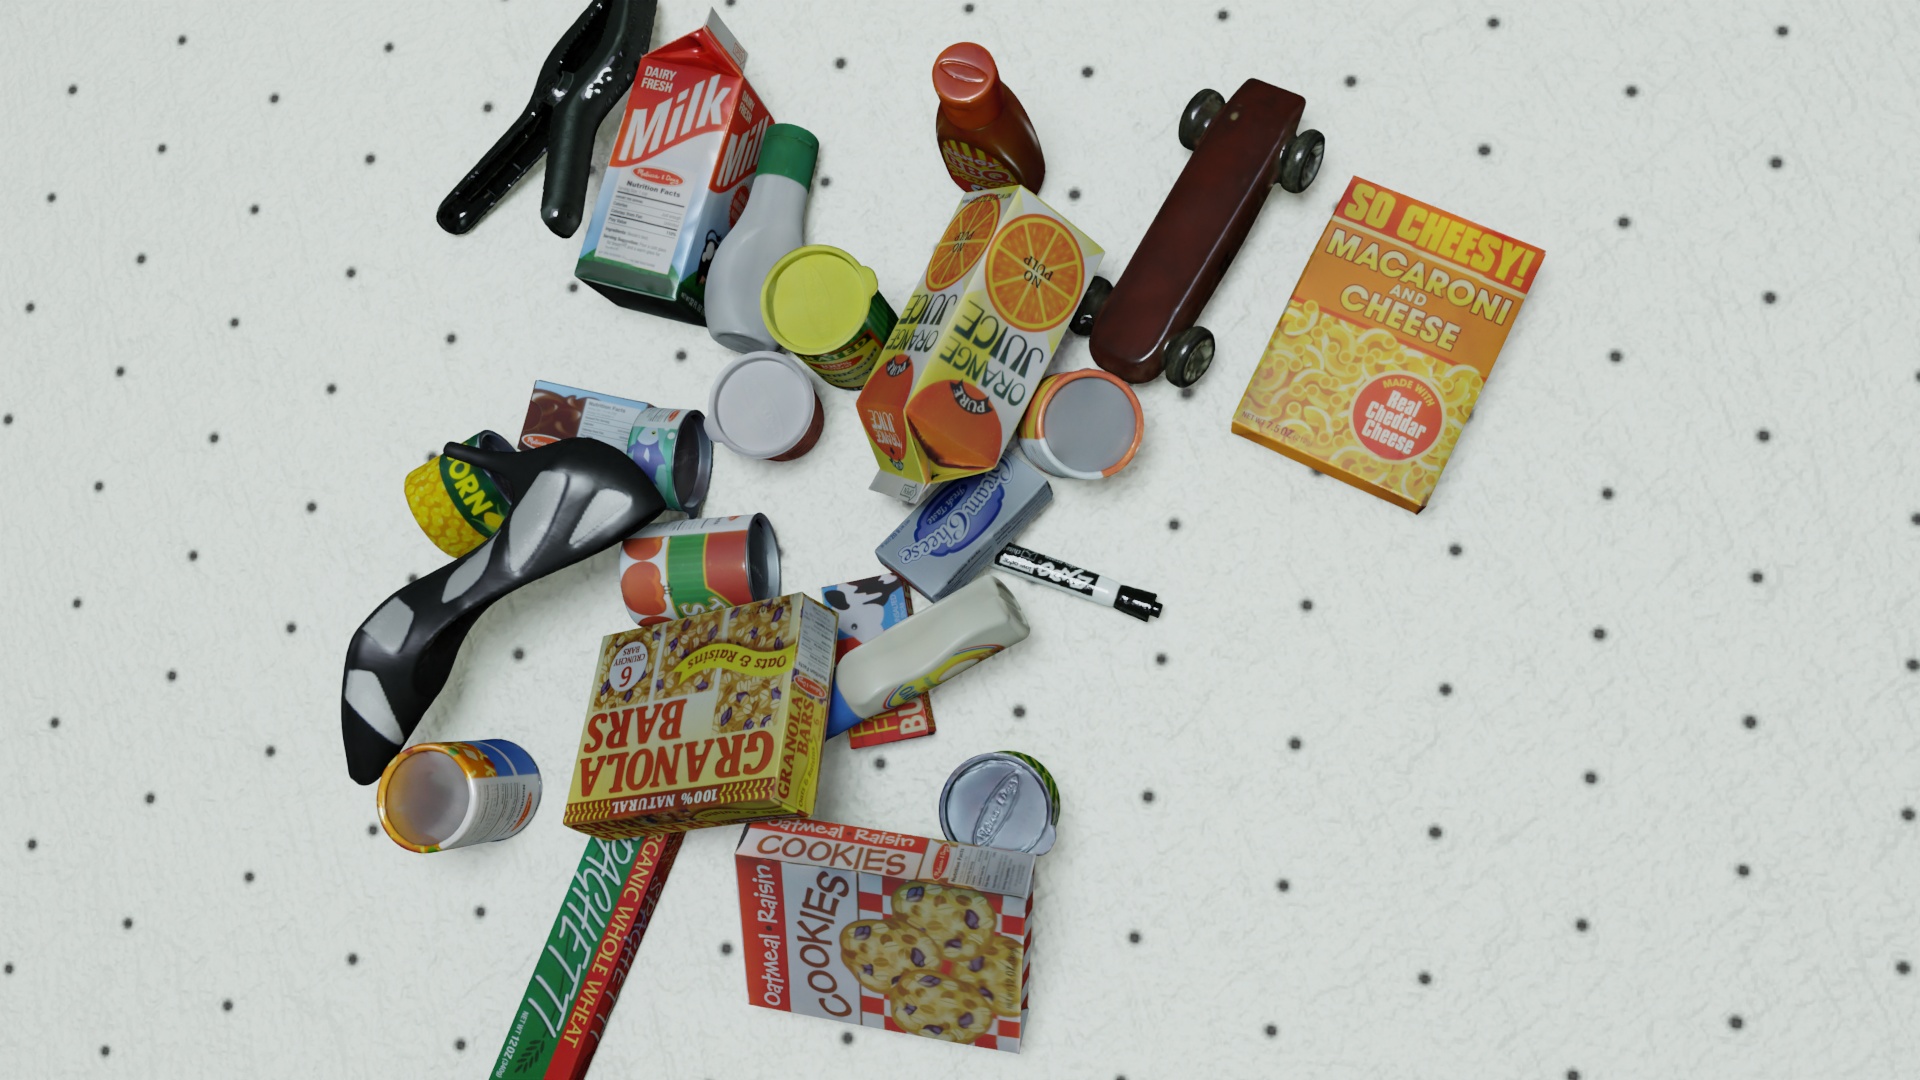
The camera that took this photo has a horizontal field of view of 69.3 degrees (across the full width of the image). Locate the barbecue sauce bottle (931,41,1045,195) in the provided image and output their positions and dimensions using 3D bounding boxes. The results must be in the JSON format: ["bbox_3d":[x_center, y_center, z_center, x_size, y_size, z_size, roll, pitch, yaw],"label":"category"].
[{"bbox_3d":[0.013,-0.248,0.833,0.065,0.148,0.043,22,86,11],"label":"barbecue sauce bottle"}]

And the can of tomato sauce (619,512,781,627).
[{"bbox_3d":[-0.161,0.021,0.867,0.083,0.071,0.071,-5,82,9],"label":"can of tomato sauce"}]

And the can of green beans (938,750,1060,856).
[{"bbox_3d":[0.024,0.158,0.822,0.071,0.058,0.071,-1,82,9],"label":"can of green beans"}]

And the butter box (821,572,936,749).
[{"bbox_3d":[-0.051,0.075,0.863,0.053,0.024,0.103,-13,80,8],"label":"butter box"}]

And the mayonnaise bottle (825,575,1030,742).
[{"bbox_3d":[-0.033,0.073,0.817,0.148,0.064,0.041,-30,71,8],"label":"mayonnaise bottle"}]

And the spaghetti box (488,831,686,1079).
[{"bbox_3d":[-0.238,0.272,0.864,0.050,0.028,0.250,21,86,12],"label":"spaghetti box"}]

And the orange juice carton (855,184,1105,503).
[{"bbox_3d":[0.002,-0.111,0.836,0.073,0.072,0.193,30,83,-29],"label":"orange juice carton"}]

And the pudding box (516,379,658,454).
[{"bbox_3d":[-0.242,-0.073,0.911,0.084,0.030,0.049,12,86,11],"label":"pudding box"}]

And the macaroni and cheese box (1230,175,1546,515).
[{"bbox_3d":[0.253,-0.117,0.832,0.124,0.040,0.166,26,88,12],"label":"macaroni and cheese box"}]

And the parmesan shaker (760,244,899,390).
[{"bbox_3d":[-0.073,-0.135,0.855,0.071,0.103,0.071,-1,83,10],"label":"parmesan shaker"}]

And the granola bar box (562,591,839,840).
[{"bbox_3d":[-0.152,0.106,0.818,0.165,0.039,0.125,-13,58,32],"label":"granola bar box"}]

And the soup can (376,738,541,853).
[{"bbox_3d":[-0.313,0.157,0.864,0.071,0.083,0.071,-1,83,10],"label":"soup can"}]

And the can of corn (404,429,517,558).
[{"bbox_3d":[-0.315,-0.030,0.896,0.058,0.071,0.071,-28,79,6],"label":"can of corn"}]

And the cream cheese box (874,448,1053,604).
[{"bbox_3d":[0.003,-0.011,0.849,0.053,0.024,0.104,38,76,27],"label":"cream cheese box"}]

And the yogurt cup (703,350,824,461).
[{"bbox_3d":[-0.119,-0.081,0.880,0.072,0.054,0.072,-1,83,9],"label":"yogurt cup"}]

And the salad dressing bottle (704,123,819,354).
[{"bbox_3d":[-0.124,-0.195,0.897,0.044,0.064,0.148,-5,69,52],"label":"salad dressing bottle"}]

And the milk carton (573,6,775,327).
[{"bbox_3d":[-0.177,-0.243,0.902,0.073,0.072,0.190,15,86,11],"label":"milk carton"}]

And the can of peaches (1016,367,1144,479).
[{"bbox_3d":[0.072,-0.072,0.835,0.071,0.058,0.071,-1,94,-9],"label":"can of peaches"}]

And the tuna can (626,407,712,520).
[{"bbox_3d":[-0.184,-0.049,0.881,0.033,0.071,0.071,5,84,11],"label":"tuna can"}]

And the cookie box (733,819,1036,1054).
[{"bbox_3d":[-0.043,0.226,0.803,0.167,0.040,0.122,7,120,10],"label":"cookie box"}]
